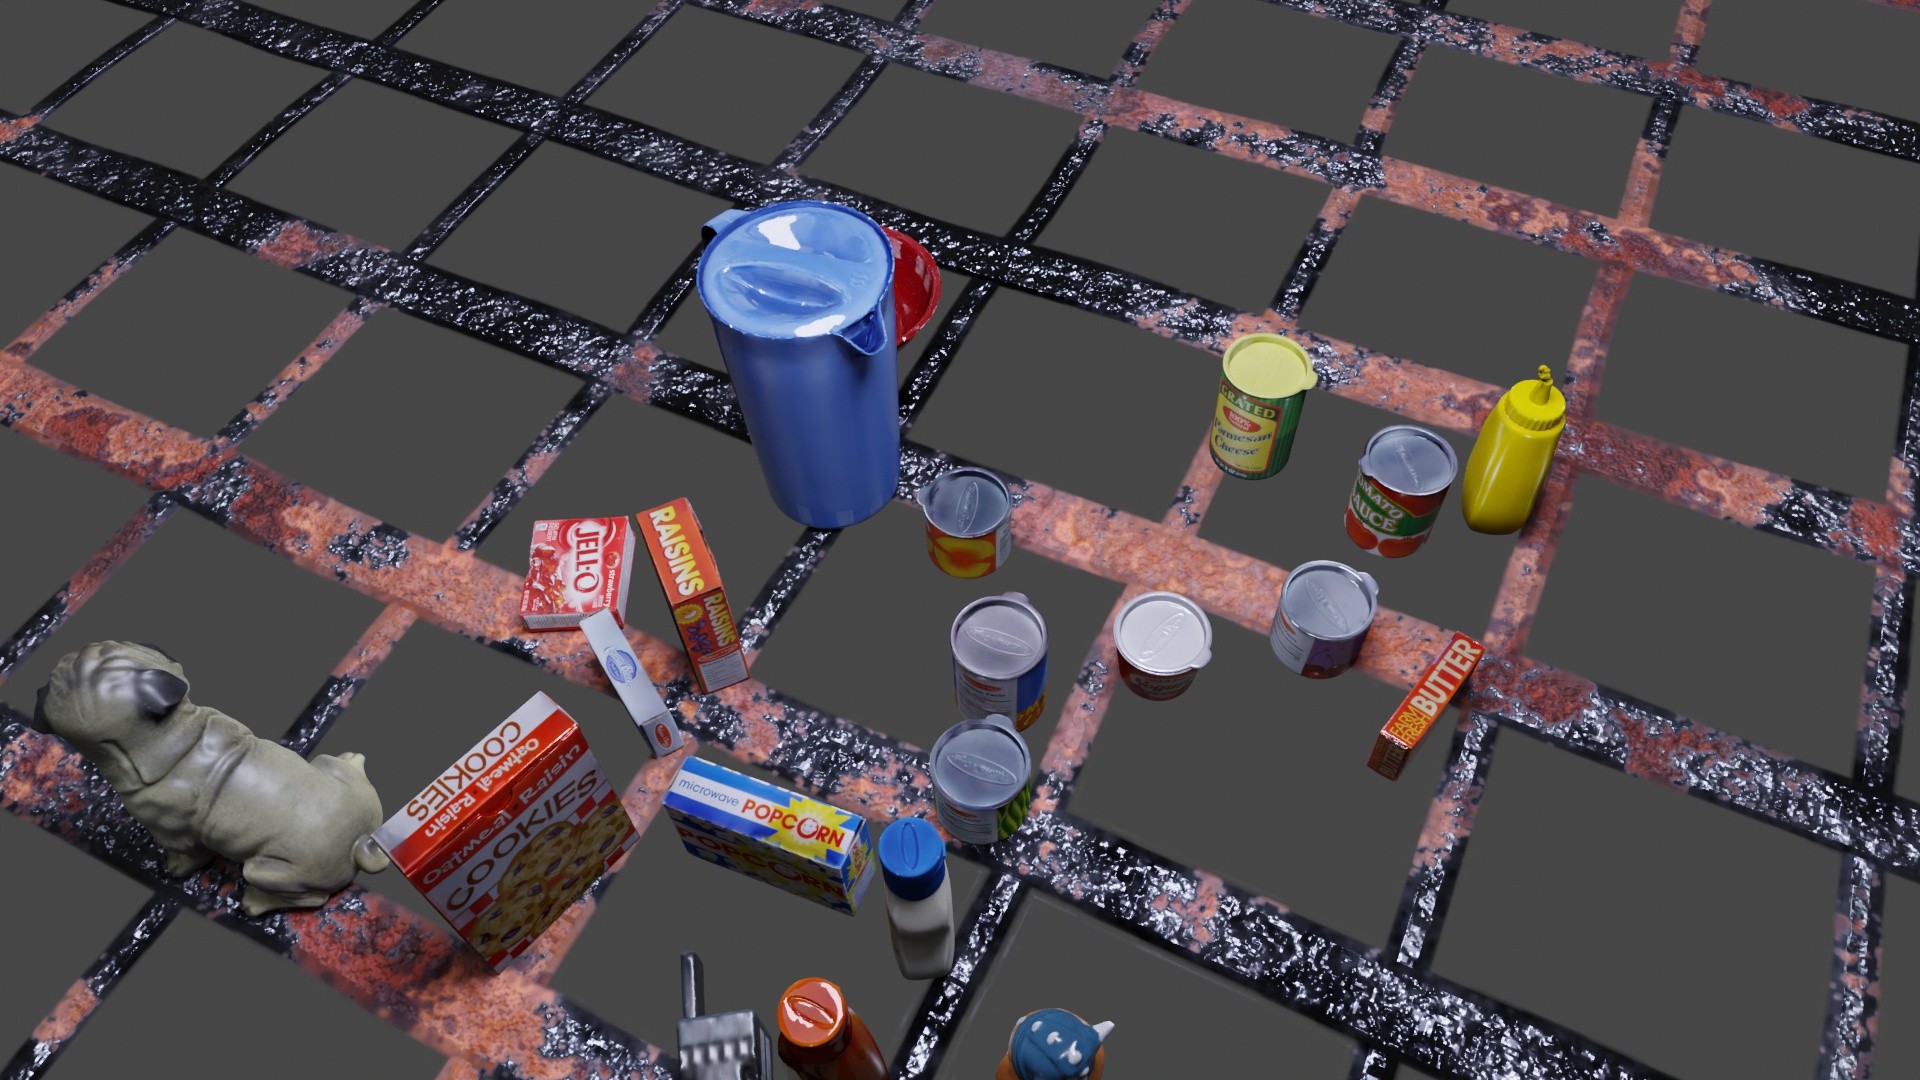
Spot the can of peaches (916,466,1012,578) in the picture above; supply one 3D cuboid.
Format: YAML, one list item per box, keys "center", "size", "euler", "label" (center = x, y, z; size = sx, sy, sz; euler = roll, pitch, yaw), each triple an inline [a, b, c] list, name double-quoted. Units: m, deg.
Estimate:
- center: [0.004, -0.013, 1.053]
  size: [0.071, 0.057, 0.071]
  euler: [-1, 54, 2]
  label: "can of peaches"

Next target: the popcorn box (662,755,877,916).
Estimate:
- center: [-0.121, 0.190, 0.894]
  size: [0.127, 0.084, 0.038]
  euler: [17, 57, 14]
  label: "popcorn box"

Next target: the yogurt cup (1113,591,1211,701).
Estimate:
- center: [0.141, 0.078, 0.984]
  size: [0.072, 0.053, 0.073]
  euler: [-1, 54, 2]
  label: "yogurt cup"

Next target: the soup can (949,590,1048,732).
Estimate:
- center: [0.029, 0.086, 0.964]
  size: [0.071, 0.083, 0.072]
  euler: [-1, 54, 2]
  label: "soup can"

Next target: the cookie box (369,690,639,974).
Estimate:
- center: [-0.271, 0.183, 0.854]
  size: [0.040, 0.166, 0.123]
  euler: [34, 62, 23]
  label: "cookie box"

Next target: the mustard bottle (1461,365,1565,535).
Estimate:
- center: [0.408, -0.069, 1.015]
  size: [0.049, 0.159, 0.065]
  euler: [6, 55, 7]
  label: "mustard bottle"

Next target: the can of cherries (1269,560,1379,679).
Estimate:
- center: [0.261, 0.057, 0.992]
  size: [0.071, 0.058, 0.072]
  euler: [-1, 54, 2]
  label: "can of cherries"

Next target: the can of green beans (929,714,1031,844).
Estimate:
- center: [0.014, 0.161, 0.926]
  size: [0.071, 0.057, 0.071]
  euler: [-1, 54, 2]
  label: "can of green beans"

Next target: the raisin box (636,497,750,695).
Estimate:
- center: [-0.187, 0.041, 0.981]
  size: [0.040, 0.122, 0.086]
  euler: [-21, 56, -12]
  label: "raisin box"

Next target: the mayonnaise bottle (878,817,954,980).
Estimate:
- center: [-0.026, 0.213, 0.835]
  size: [0.041, 0.147, 0.065]
  euler: [-7, 54, -3]
  label: "mayonnaise bottle"

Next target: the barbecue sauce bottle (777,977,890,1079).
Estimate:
- center: [-0.075, 0.287, 0.783]
  size: [0.065, 0.147, 0.044]
  euler: [23, 58, 17]
  label: "barbecue sauce bottle"

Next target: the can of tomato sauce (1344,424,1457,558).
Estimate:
- center: [0.326, -0.035, 1.041]
  size: [0.071, 0.082, 0.071]
  euler: [-1, 54, 2]
  label: "can of tomato sauce"

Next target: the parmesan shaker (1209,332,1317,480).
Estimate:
- center: [0.234, -0.101, 1.080]
  size: [0.071, 0.102, 0.071]
  euler: [-1, 54, 2]
  label: "parmesan shaker"

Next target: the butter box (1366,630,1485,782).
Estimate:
- center: [0.319, 0.114, 0.952]
  size: [0.024, 0.052, 0.104]
  euler: [34, 62, 24]
  label: "butter box"

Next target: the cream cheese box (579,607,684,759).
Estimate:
- center: [-0.233, 0.101, 0.982]
  size: [0.024, 0.053, 0.104]
  euler: [-29, 58, -17]
  label: "cream cheese box"
